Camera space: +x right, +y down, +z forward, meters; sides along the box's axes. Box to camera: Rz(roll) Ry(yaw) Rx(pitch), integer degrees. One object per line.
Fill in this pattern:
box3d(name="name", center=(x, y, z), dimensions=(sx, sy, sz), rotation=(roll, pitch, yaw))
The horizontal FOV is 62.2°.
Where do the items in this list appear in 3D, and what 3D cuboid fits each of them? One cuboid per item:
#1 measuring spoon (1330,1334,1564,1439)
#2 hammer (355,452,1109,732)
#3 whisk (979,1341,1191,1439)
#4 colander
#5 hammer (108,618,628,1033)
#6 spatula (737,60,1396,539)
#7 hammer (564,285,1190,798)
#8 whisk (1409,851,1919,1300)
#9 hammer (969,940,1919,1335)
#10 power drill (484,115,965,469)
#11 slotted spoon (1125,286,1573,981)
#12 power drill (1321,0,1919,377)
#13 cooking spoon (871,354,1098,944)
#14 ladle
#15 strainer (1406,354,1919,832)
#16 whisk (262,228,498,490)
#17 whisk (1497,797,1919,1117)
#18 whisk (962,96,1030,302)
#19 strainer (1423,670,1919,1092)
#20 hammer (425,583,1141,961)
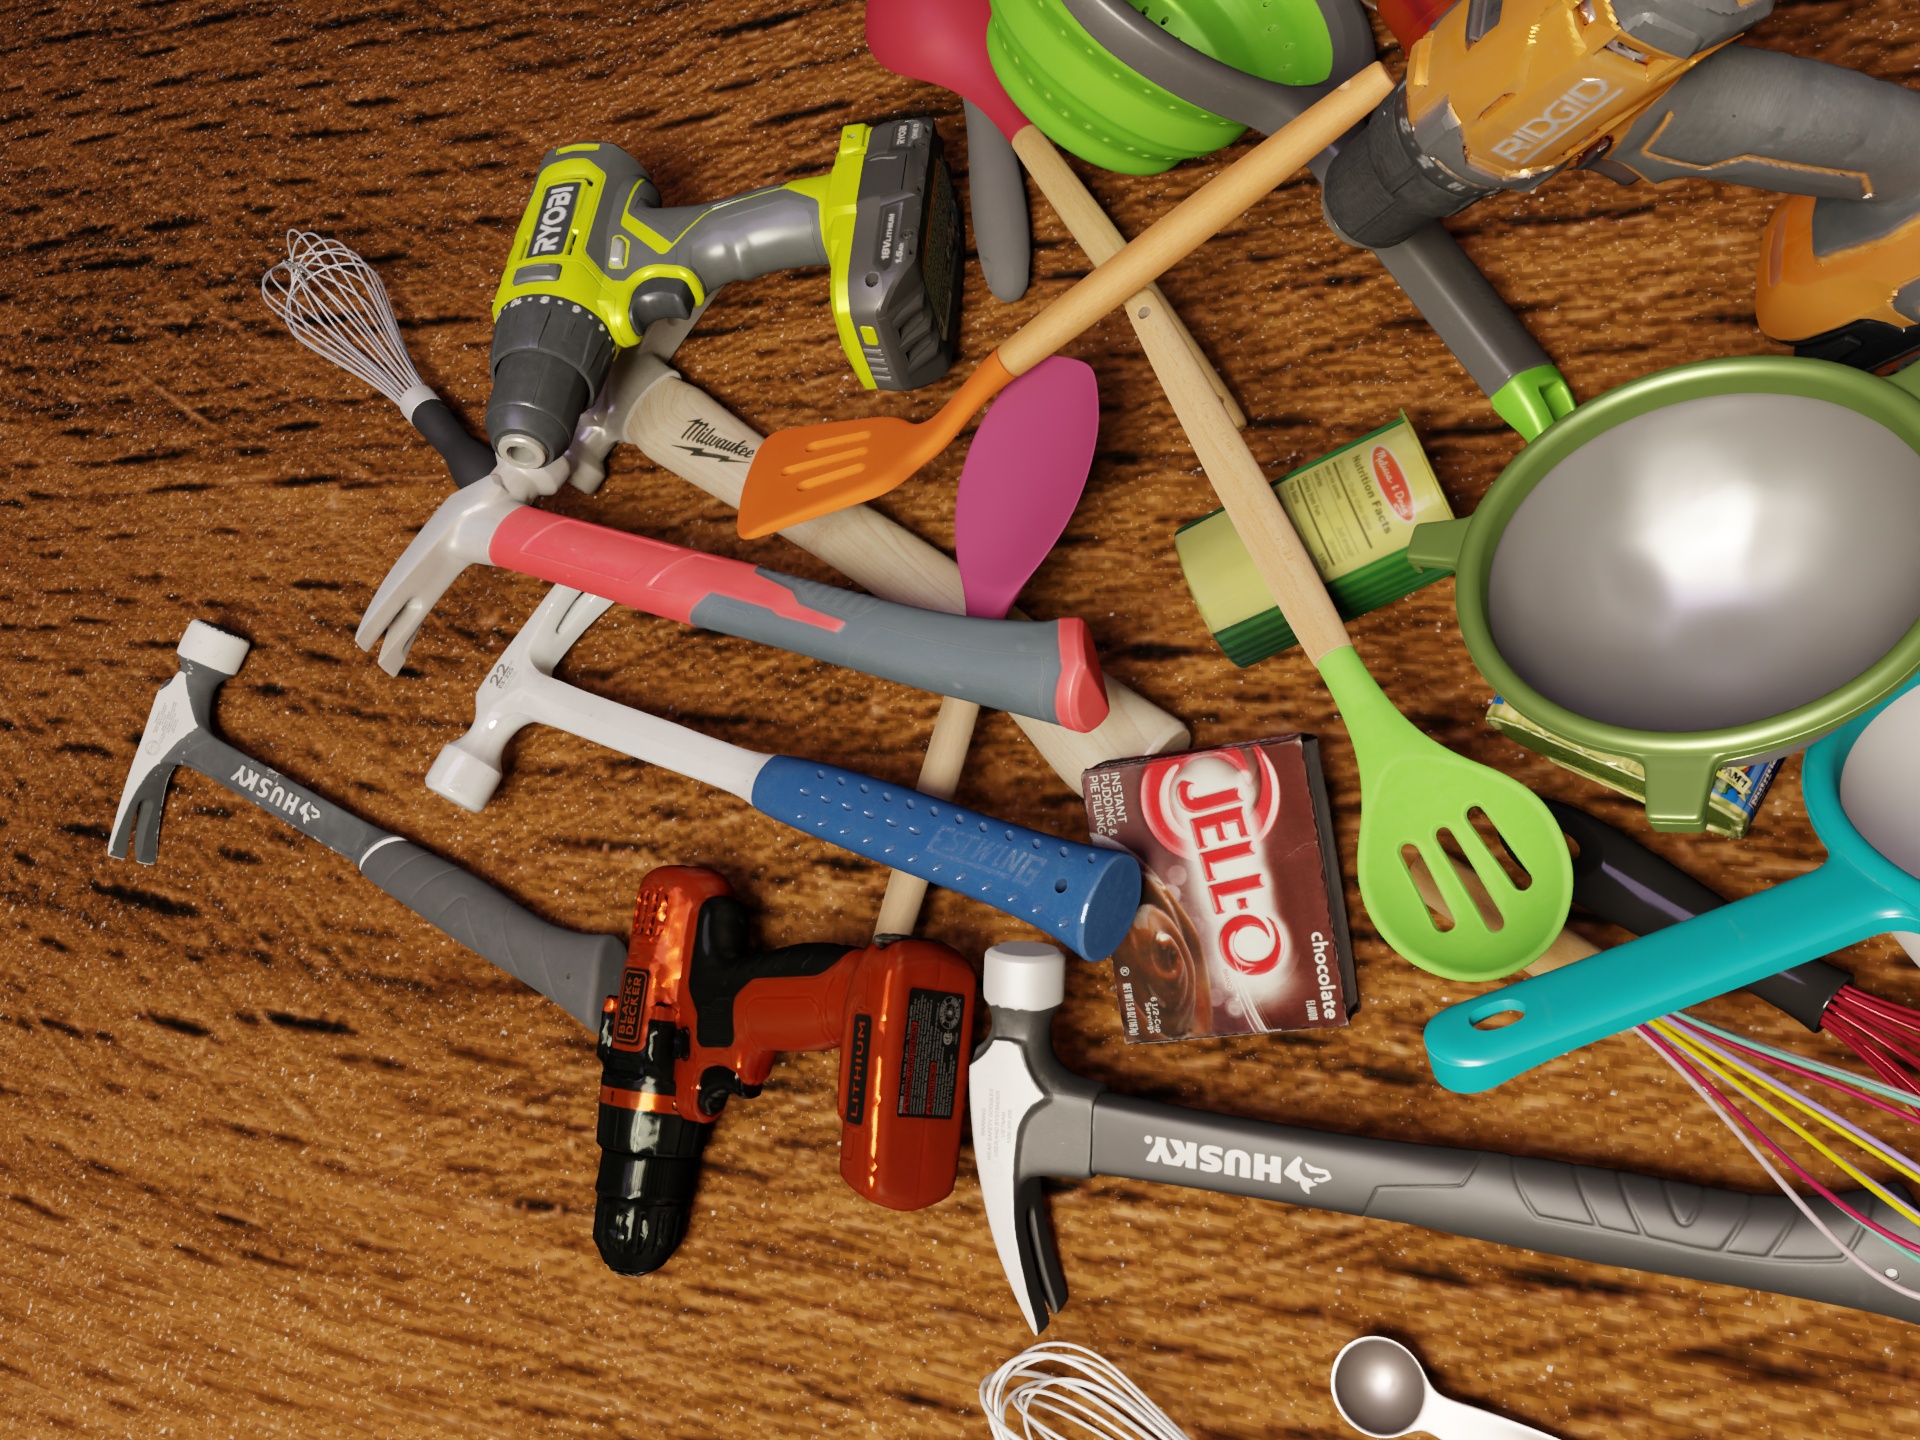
box3d(name="measuring spoon", center=(0.190, 0.251, 0.553), dimensions=(0.124, 0.018, 0.034), rotation=(19, 86, 24))
box3d(name="hammer", center=(-0.111, -0.044, 0.712), dimensions=(0.386, 0.038, 0.143), rotation=(17, 65, 33))
box3d(name="whisk", center=(0.113, 0.293, 0.559), dimensions=(0.246, 0.059, 0.058), rotation=(20, 96, 26))
box3d(name="colander", center=(0.122, -0.251, 0.701), dimensions=(0.397, 0.204, 0.094), rotation=(57, 138, 13))
box3d(name="hammer", center=(-0.329, 0.071, 0.867), dimensions=(0.409, 0.036, 0.149), rotation=(22, 86, 31))
box3d(name="spatula", center=(0.032, -0.168, 0.658), dimensions=(0.322, 0.041, 0.081), rotation=(-32, 34, 30))
box3d(name="hammer", center=(-0.048, -0.096, 0.774), dimensions=(0.411, 0.038, 0.146), rotation=(37, 91, 31))
box3d(name="whisk", center=(0.241, 0.106, 0.523), dimensions=(0.245, 0.047, 0.051), rotation=(38, 137, 48))
box3d(name="hammer", center=(0.161, 0.170, 0.566), dimensions=(0.335, 0.035, 0.146), rotation=(4, 95, 23))
box3d(name="power drill", center=(-0.121, -0.210, 0.781), dimensions=(0.228, 0.080, 0.191), rotation=(-2, 58, 13))
box3d(name="slotted spoon", center=(0.131, -0.046, 0.595), dimensions=(0.070, 0.031, 0.314), rotation=(-31, 64, 17))
box3d(name="power drill", center=(0.254, -0.190, 0.552), dimensions=(0.185, 0.226, 0.084), rotation=(155, 127, -69))
box3d(name="cooking spoon", center=(-0.001, -0.002, 0.691), dimensions=(0.069, 0.017, 0.319), rotation=(21, 97, 41))
box3d(name="ladle", center=(0.043, -0.257, 0.754), dimensions=(0.069, 0.031, 0.316), rotation=(-36, 73, 12))
box3d(name="strainer", center=(0.286, -0.070, 0.506), dimensions=(0.256, 0.069, 0.152), rotation=(-35, 45, 8))
box3d(name="whisk", center=(-0.337, -0.206, 0.950), dimensions=(0.070, 0.070, 0.285), rotation=(-48, 63, 6))
box3d(name="whisk", center=(0.303, 0.104, 0.518), dimensions=(0.296, 0.073, 0.073), rotation=(36, 92, 37))
box3d(name="whisk", center=(0.014, -0.321, 0.809), dimensions=(0.055, 0.055, 0.239), rotation=(-13, 73, 23))
box3d(name="strainer", center=(0.304, 0.067, 0.458), dimensions=(0.340, 0.095, 0.211), rotation=(-21, 24, 2))
box3d(name="hammer", center=(-0.092, 0.019, 0.716), dimensions=(0.406, 0.035, 0.144), rotation=(16, 73, 39))
